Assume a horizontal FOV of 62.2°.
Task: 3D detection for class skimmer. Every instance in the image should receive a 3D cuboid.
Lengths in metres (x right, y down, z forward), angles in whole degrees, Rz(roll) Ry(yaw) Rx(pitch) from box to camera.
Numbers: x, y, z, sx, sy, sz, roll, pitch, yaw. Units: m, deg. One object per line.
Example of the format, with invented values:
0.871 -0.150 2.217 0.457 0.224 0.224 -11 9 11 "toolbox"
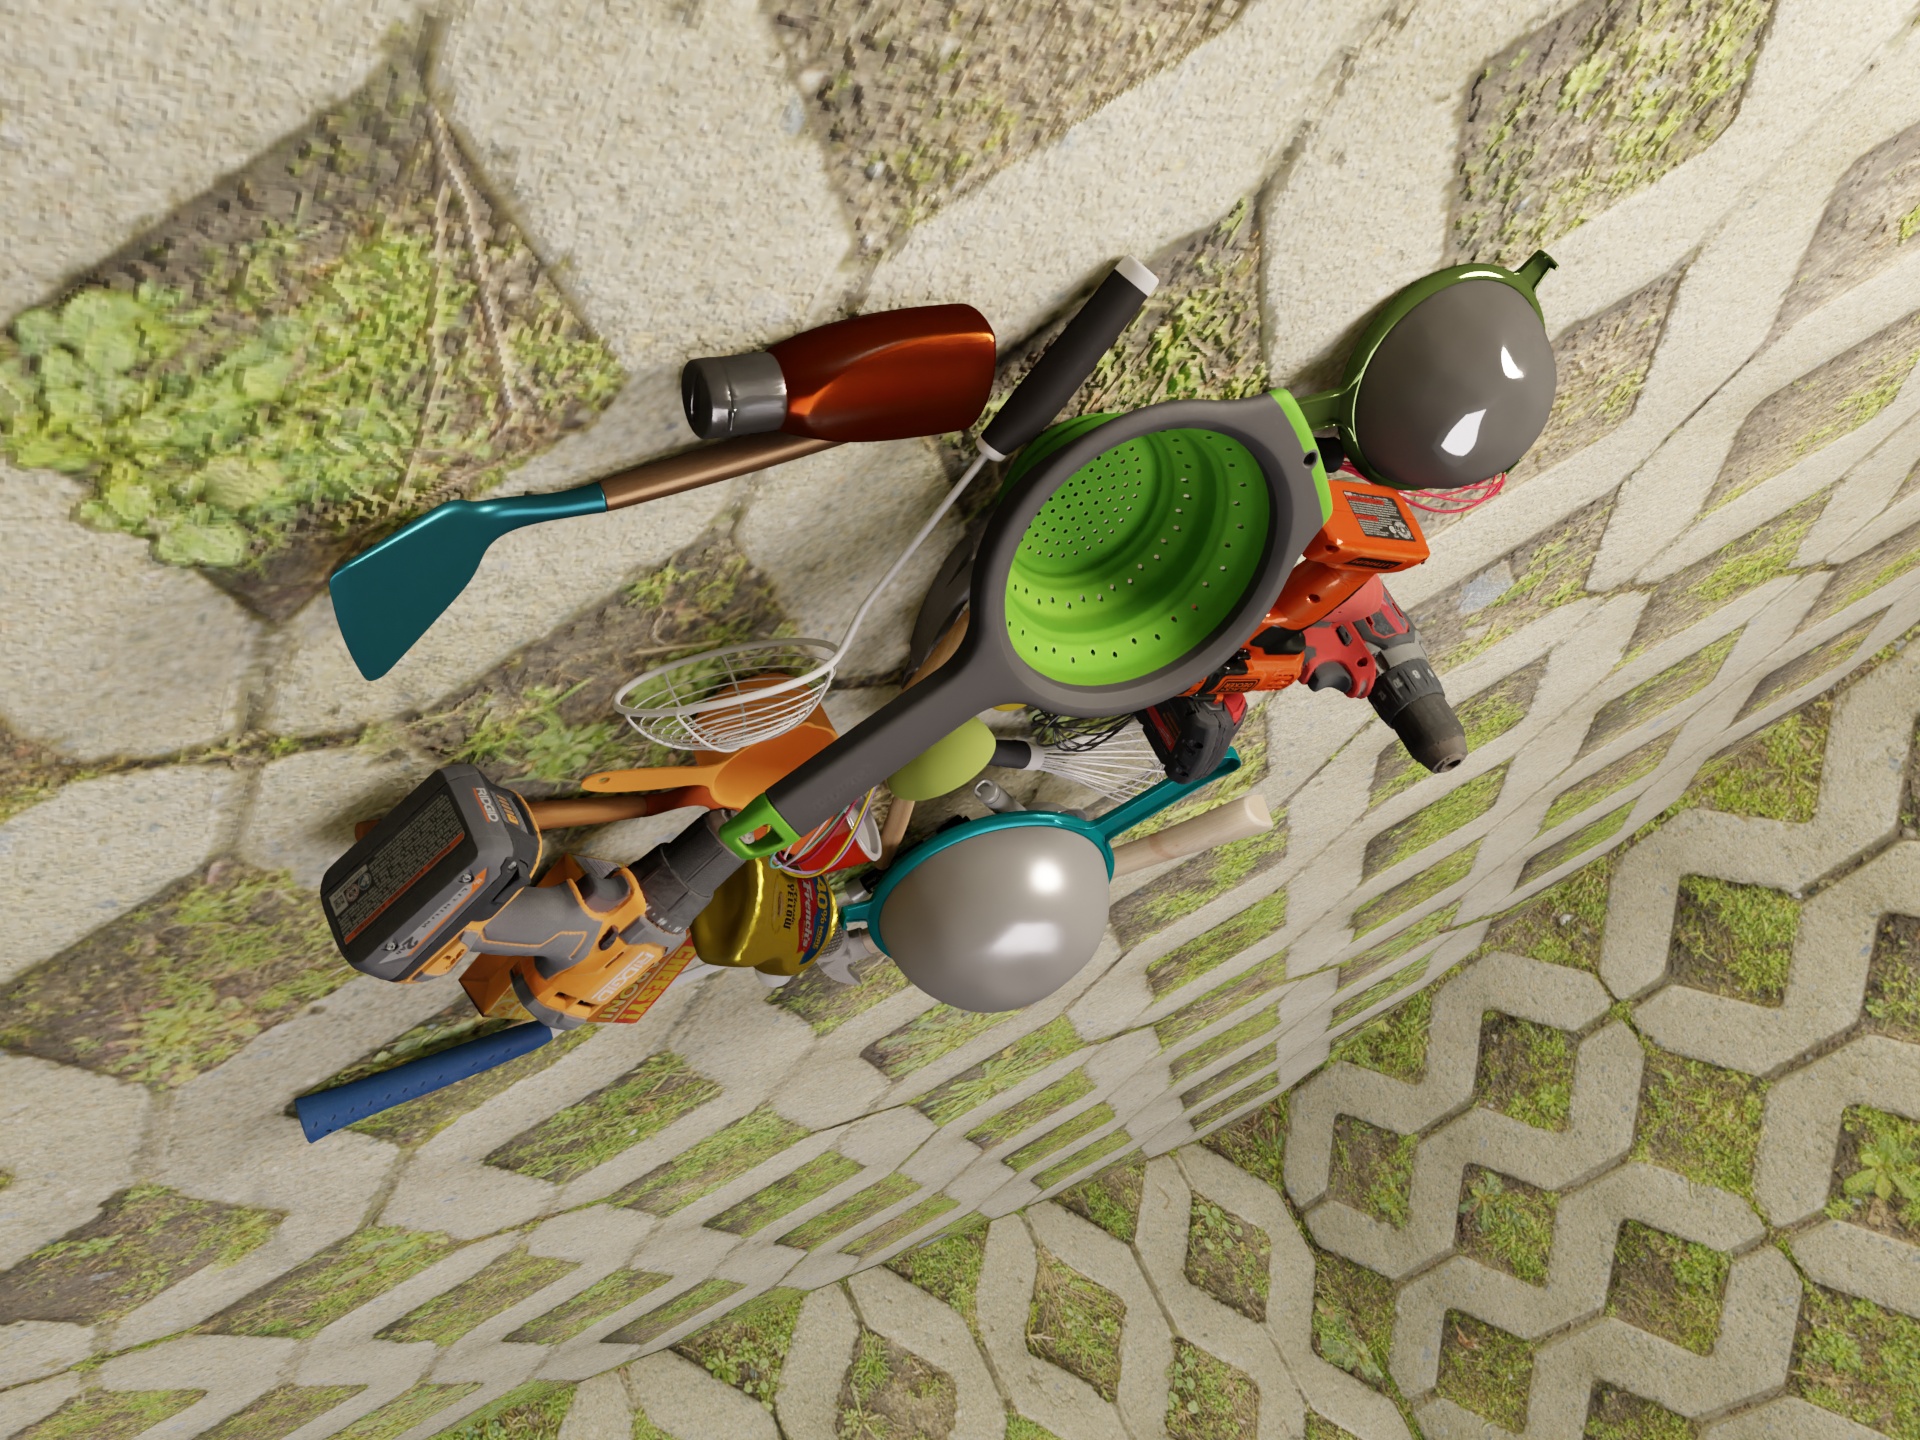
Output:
-0.045 -0.117 0.850 0.363 0.090 0.127 -49 -171 16 "skimmer"

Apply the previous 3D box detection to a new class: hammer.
0.140 -0.080 1.081 0.359 0.037 0.149 -8 150 -24 "hammer"
-0.318 0.239 1.268 0.405 0.035 0.144 -19 154 -20 "hammer"
0.072 0.147 1.394 0.410 0.038 0.146 -18 159 2 "hammer"

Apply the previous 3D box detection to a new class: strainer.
0.087 0.140 1.263 0.340 0.095 0.210 -33 139 18 "strainer"
0.265 -0.185 0.964 0.256 0.069 0.151 -16 129 -17 "strainer"
0.049 0.079 1.314 0.087 0.050 0.258 -35 159 5 "strainer"

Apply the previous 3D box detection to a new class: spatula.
-0.222 0.063 1.020 0.322 0.041 0.081 -4 135 -40 "spatula"
-0.145 -0.107 0.770 0.317 0.044 0.082 -21 151 -19 "spatula"

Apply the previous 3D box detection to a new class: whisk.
0.141 -0.009 1.259 0.239 0.055 0.055 -8 149 -46 "whisk"
0.075 0.030 1.257 0.284 0.070 0.070 6 139 -43 "whisk"
-0.058 0.018 1.025 0.051 0.047 0.245 3 135 -47 "whisk"
0.260 -0.176 1.052 0.295 0.073 0.073 -4 146 -31 "whisk"

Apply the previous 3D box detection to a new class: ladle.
-0.034 0.069 1.177 0.078 0.062 0.320 -38 169 -21 "ladle"

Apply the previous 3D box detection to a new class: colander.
0.019 -0.062 0.915 0.397 0.095 0.204 -35 135 0 "colander"

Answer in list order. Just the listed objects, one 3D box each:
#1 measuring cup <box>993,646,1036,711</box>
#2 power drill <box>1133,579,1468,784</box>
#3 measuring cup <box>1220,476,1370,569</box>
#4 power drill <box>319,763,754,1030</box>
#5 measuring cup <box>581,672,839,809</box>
-0.002 -0.004 1.134 0.156 0.029 0.062 -32 155 4 "measuring cup"
0.252 -0.023 1.185 0.226 0.188 0.080 -15 150 -19 "power drill"
0.222 -0.133 1.125 0.167 0.038 0.083 -13 160 -1 "measuring cup"
-0.243 0.100 0.967 0.185 0.084 0.226 -41 148 8 "power drill"
-0.159 0.013 0.979 0.173 0.052 0.095 -5 147 -38 "measuring cup"
